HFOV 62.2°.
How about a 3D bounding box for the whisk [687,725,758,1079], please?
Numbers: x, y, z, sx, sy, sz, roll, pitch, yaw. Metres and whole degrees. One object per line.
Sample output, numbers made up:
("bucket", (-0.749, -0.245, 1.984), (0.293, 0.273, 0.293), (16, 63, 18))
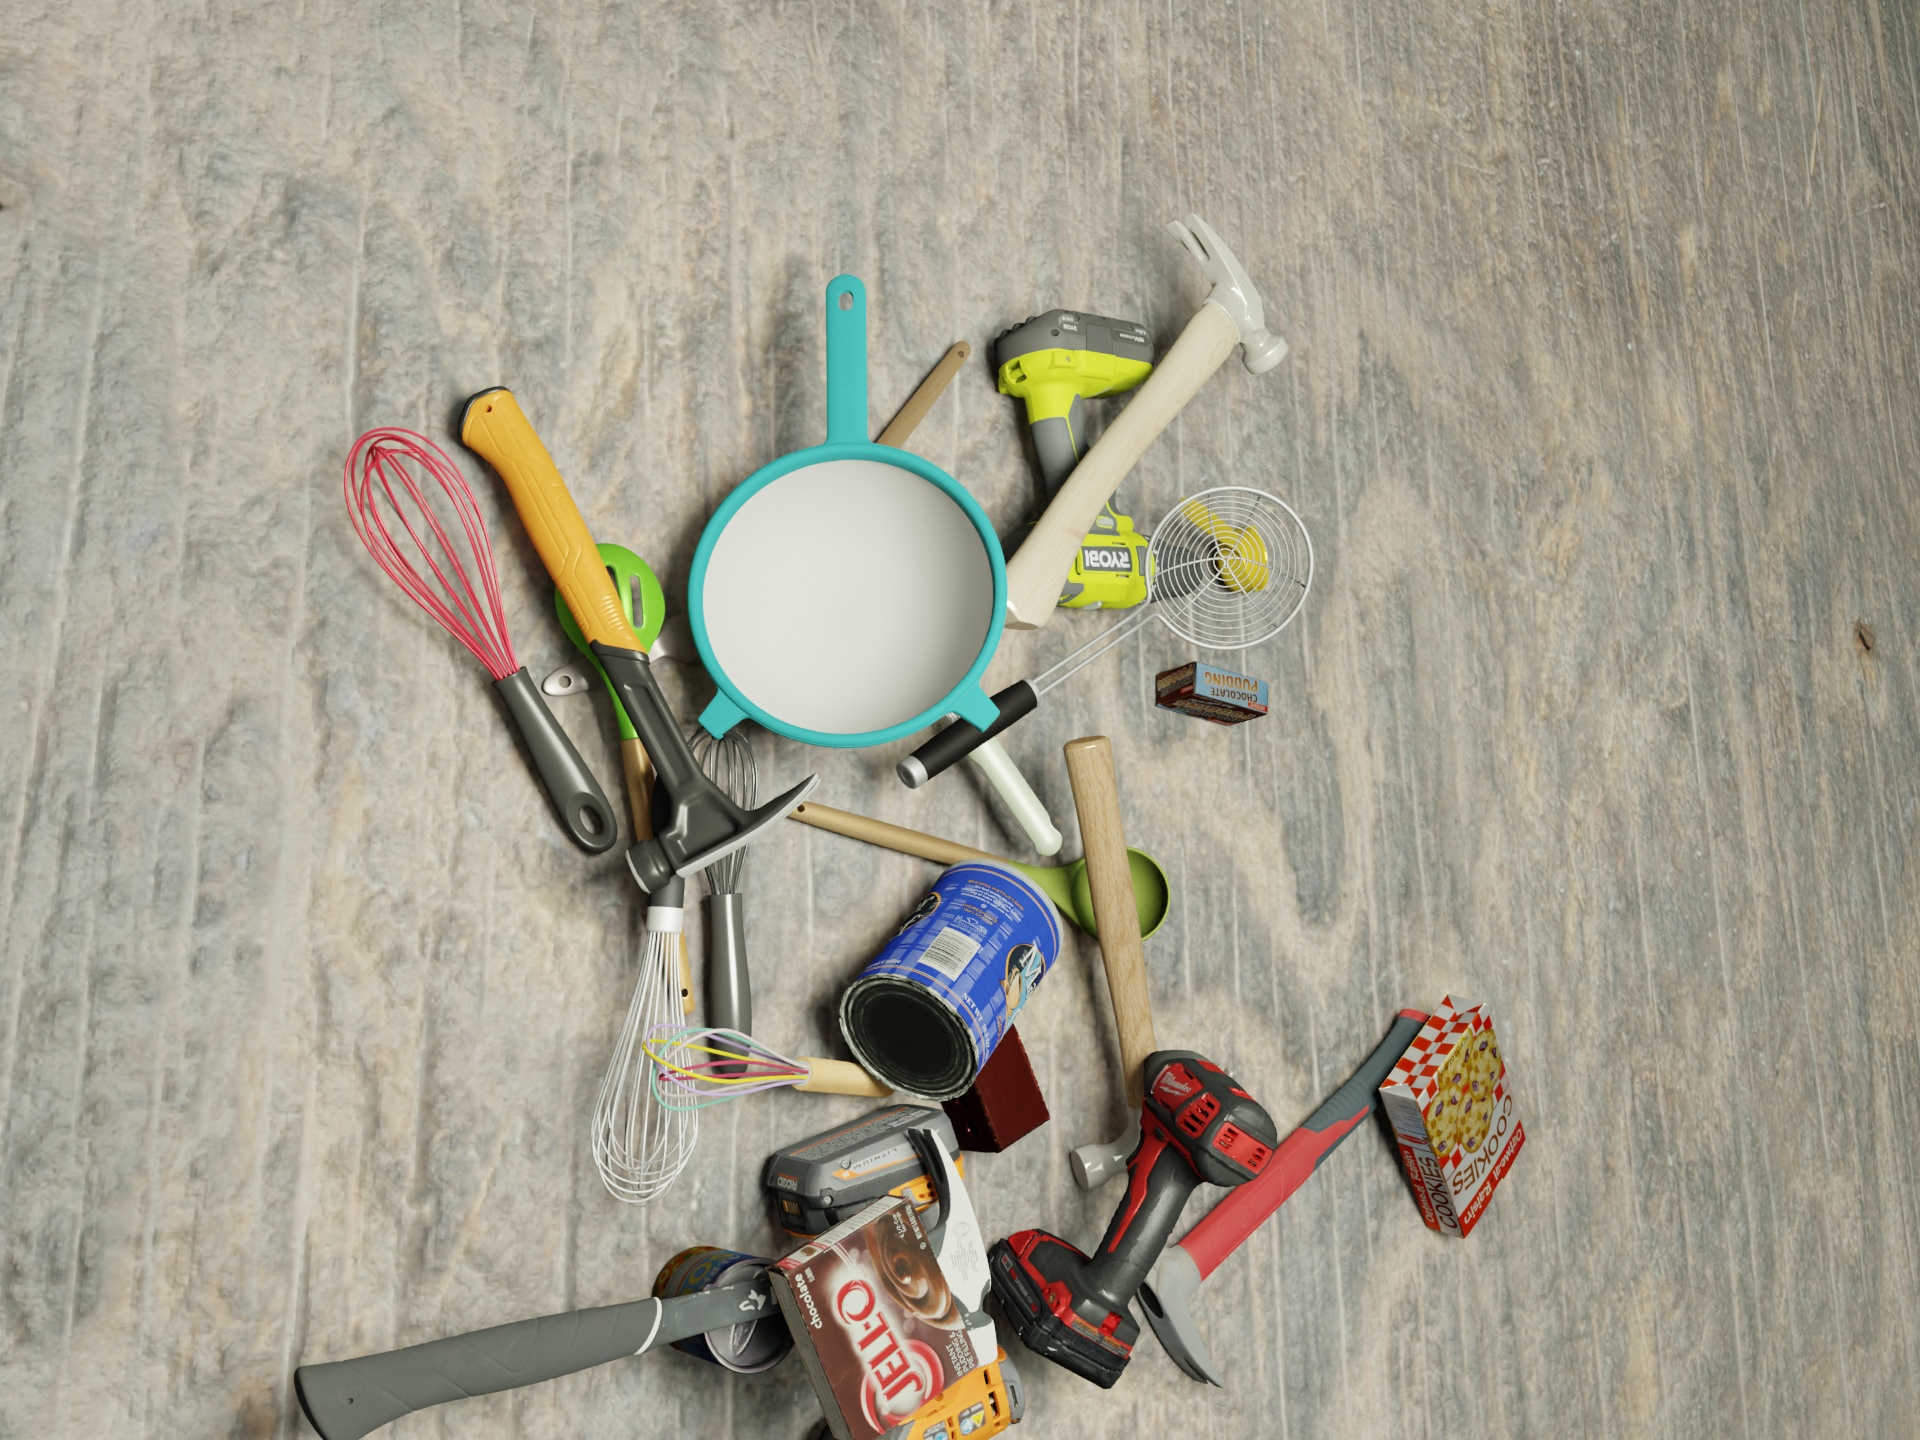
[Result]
("whisk", (-0.156, 0.117, 1.052), (0.055, 0.055, 0.239), (0, 84, -34))

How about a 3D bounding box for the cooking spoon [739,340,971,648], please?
("cooking spoon", (-0.075, -0.178, 1.184), (0.068, 0.017, 0.319), (44, 61, -19))

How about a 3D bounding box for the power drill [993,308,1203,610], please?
("power drill", (0.112, -0.201, 1.280), (0.190, 0.080, 0.228), (-2, 83, -38))

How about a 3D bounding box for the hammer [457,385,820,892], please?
("hammer", (-0.217, -0.067, 0.998), (0.127, 0.034, 0.337), (-29, 82, -4))

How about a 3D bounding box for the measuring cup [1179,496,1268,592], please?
("measuring cup", (0.213, -0.151, 1.334), (0.156, 0.029, 0.062), (25, 61, -49))

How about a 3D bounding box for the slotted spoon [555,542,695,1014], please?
("slotted spoon", (-0.207, 0.037, 1.037), (0.070, 0.031, 0.314), (-11, 91, -22))

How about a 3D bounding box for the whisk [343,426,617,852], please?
("whisk", (-0.292, -0.045, 0.991), (0.073, 0.073, 0.295), (-36, 106, -34))

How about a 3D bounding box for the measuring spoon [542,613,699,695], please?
("measuring spoon", (-0.220, -0.042, 1.059), (0.124, 0.018, 0.034), (-25, 94, -34))

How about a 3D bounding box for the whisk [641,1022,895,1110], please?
("whisk", (-0.112, 0.225, 1.008), (0.244, 0.047, 0.051), (25, 60, -54))

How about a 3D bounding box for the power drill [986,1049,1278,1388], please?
("power drill", (0.117, 0.330, 1.101), (0.078, 0.143, 0.219), (36, 90, -21))

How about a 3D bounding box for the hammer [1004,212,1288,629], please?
("hammer", (0.125, -0.225, 1.222), (0.146, 0.038, 0.411), (50, 56, -22))

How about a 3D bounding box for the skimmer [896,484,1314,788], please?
("skimmer", (0.109, -0.053, 1.153), (0.363, 0.090, 0.127), (-34, 103, -29))

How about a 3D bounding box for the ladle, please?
("ladle", (0.016, 0.100, 1.164), (0.320, 0.062, 0.078), (18, 70, -27))

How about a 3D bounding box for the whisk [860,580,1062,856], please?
("whisk", (-0.002, -0.004, 1.161), (0.059, 0.058, 0.246), (-35, 90, 4))

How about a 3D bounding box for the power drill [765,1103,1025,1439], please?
("power drill", (-0.054, 0.385, 1.042), (0.164, 0.084, 0.226), (-14, 92, -34))

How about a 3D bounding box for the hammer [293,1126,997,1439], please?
("hammer", (-0.160, 0.335, 0.906), (0.408, 0.036, 0.149), (-1, 79, -33))

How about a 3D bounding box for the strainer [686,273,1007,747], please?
("strainer", (-0.076, -0.136, 1.100), (0.211, 0.095, 0.340), (-2, 74, 0))

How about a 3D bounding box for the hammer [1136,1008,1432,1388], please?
("hammer", (0.285, 0.365, 1.295), (0.386, 0.038, 0.143), (-30, 98, -34))

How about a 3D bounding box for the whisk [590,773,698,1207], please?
("whisk", (-0.188, 0.157, 0.996), (0.070, 0.070, 0.285), (10, 79, -32))

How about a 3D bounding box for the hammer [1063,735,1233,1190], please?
("hammer", (0.122, 0.174, 1.174), (0.130, 0.031, 0.331), (-13, 99, -17))
